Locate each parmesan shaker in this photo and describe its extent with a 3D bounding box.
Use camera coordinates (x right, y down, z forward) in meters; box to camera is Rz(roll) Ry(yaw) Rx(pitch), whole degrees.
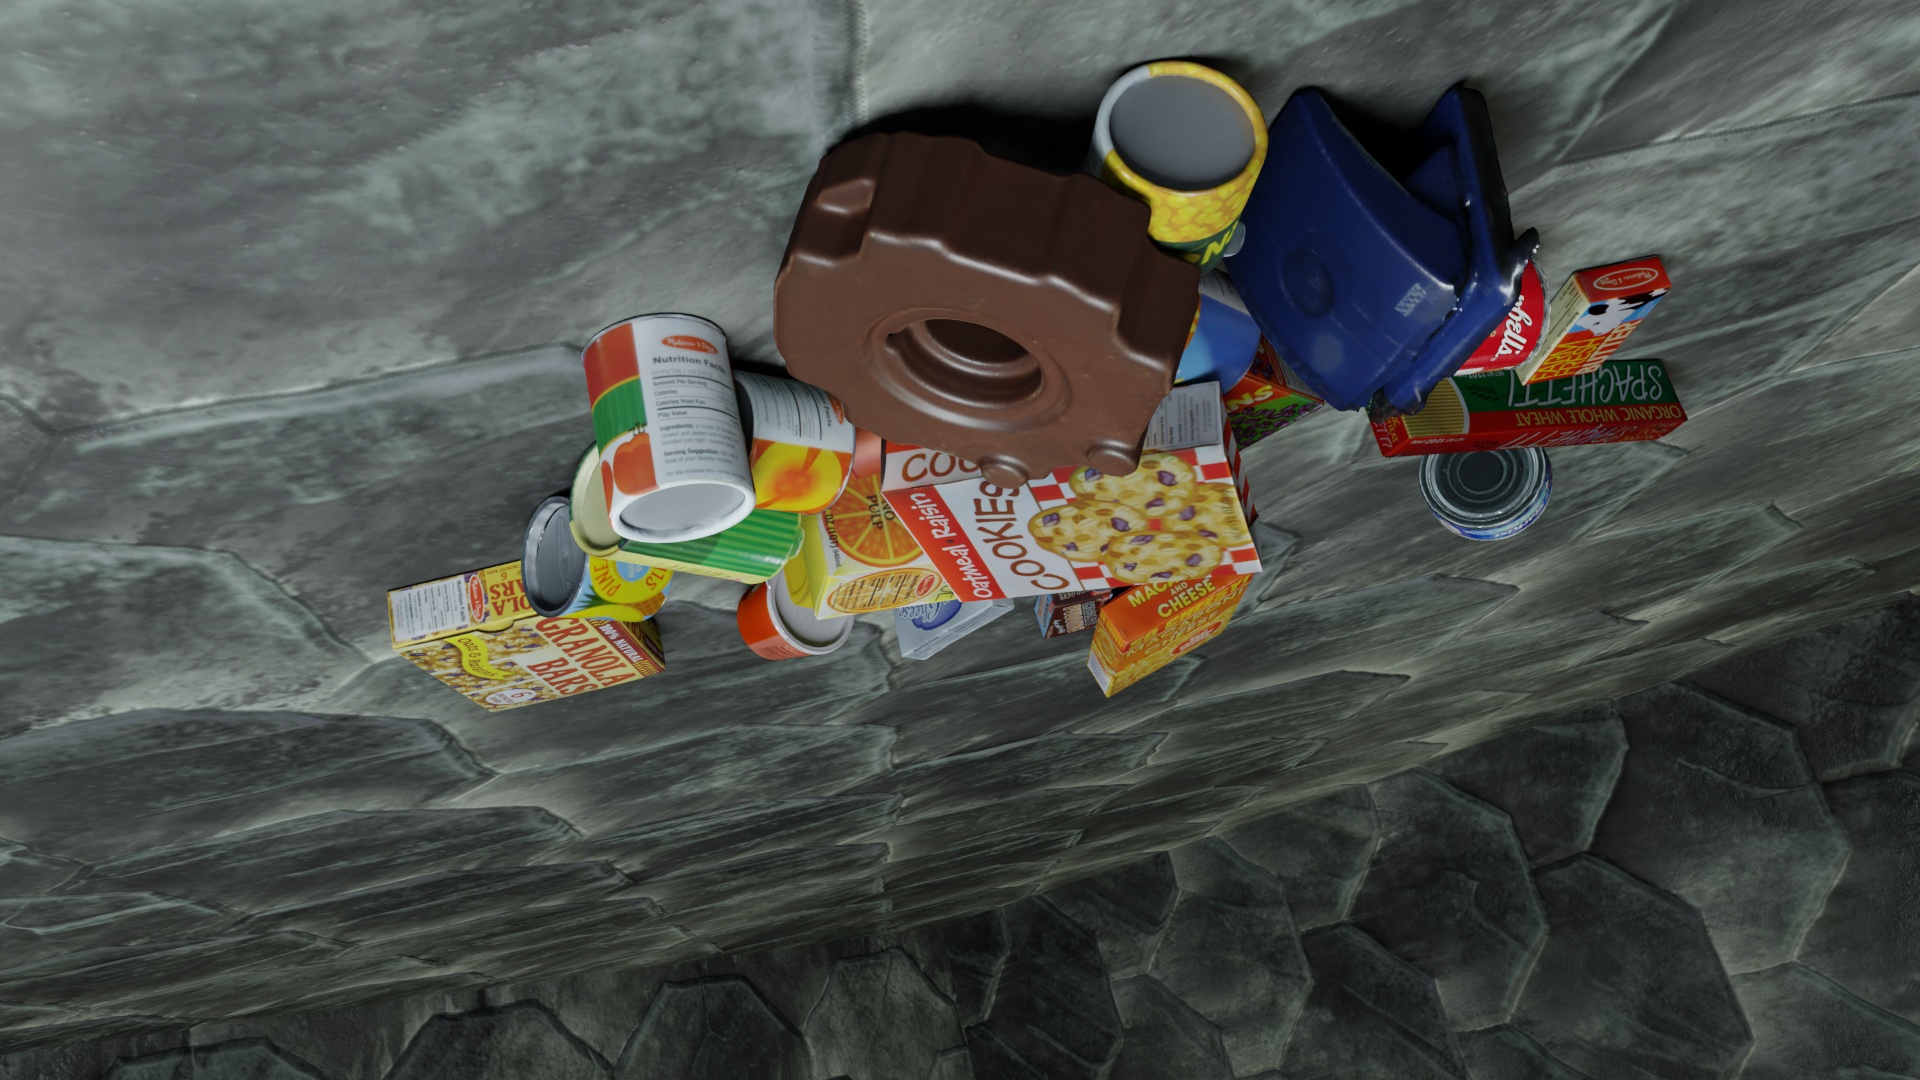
[{"bbox_3d":[-0.141,-0.016,0.727,0.071,0.071,0.103,-28,155,32],"label":"parmesan shaker"}]

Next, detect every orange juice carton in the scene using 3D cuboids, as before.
[{"bbox_3d":[0.003,-0.010,0.833,0.193,0.072,0.072,-8,159,-16],"label":"orange juice carton"}]

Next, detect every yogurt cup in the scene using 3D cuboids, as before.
[{"bbox_3d":[-0.112,0.047,0.923,0.072,0.072,0.053,4,161,-41],"label":"yogurt cup"}]

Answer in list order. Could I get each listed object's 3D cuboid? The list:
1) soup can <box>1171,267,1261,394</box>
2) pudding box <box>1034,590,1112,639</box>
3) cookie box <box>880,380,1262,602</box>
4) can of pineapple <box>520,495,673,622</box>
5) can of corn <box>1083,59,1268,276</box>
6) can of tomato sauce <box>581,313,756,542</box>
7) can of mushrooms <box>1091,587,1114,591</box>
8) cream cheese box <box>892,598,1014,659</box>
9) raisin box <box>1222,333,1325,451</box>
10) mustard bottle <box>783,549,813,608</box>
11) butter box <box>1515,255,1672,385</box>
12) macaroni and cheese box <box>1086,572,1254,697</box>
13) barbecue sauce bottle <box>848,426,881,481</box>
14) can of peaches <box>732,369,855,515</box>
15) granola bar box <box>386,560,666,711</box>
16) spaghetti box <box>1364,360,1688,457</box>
[{"bbox_3d":[0.090,-0.102,0.653,0.071,0.071,0.084,-30,154,36],"label":"soup can"},{"bbox_3d":[0.090,0.048,1.106,0.050,0.030,0.083,-13,160,-8],"label":"pudding box"},{"bbox_3d":[0.059,-0.020,0.702,0.167,0.040,0.122,-7,149,18],"label":"cookie box"},{"bbox_3d":[-0.197,0.011,0.761,0.070,0.071,0.058,-30,155,37],"label":"can of pineapple"},{"bbox_3d":[0.084,-0.143,0.544,0.071,0.071,0.058,-11,159,-9],"label":"can of corn"},{"bbox_3d":[-0.132,-0.048,0.626,0.071,0.083,0.071,-12,159,-5],"label":"can of tomato sauce"},{"bbox_3d":[0.112,0.010,1.015,0.071,0.033,0.070,-13,160,-5],"label":"can of mushrooms"},{"bbox_3d":[-0.007,0.042,0.992,0.024,0.053,0.103,8,150,-41],"label":"cream cheese box"},{"bbox_3d":[0.133,-0.083,0.777,0.086,0.040,0.123,-29,155,36],"label":"raisin box"},{"bbox_3d":[-0.032,0.013,0.903,0.160,0.049,0.065,-4,160,-25],"label":"mustard bottle"},{"bbox_3d":[0.376,-0.130,0.835,0.053,0.024,0.103,-12,159,-5],"label":"butter box"},{"bbox_3d":[0.169,0.064,1.145,0.124,0.040,0.166,-29,161,-10],"label":"macaroni and cheese box"},{"bbox_3d":[0.002,-0.067,0.723,0.148,0.044,0.064,-16,149,8],"label":"barbecue sauce bottle"},{"bbox_3d":[-0.095,-0.046,0.680,0.058,0.071,0.071,6,151,-42],"label":"can of peaches"},{"bbox_3d":[-0.270,0.061,0.886,0.124,0.039,0.165,-14,160,-3],"label":"granola bar box"},{"bbox_3d":[0.373,-0.088,0.908,0.251,0.050,0.028,-5,159,-24],"label":"spaghetti box"}]
